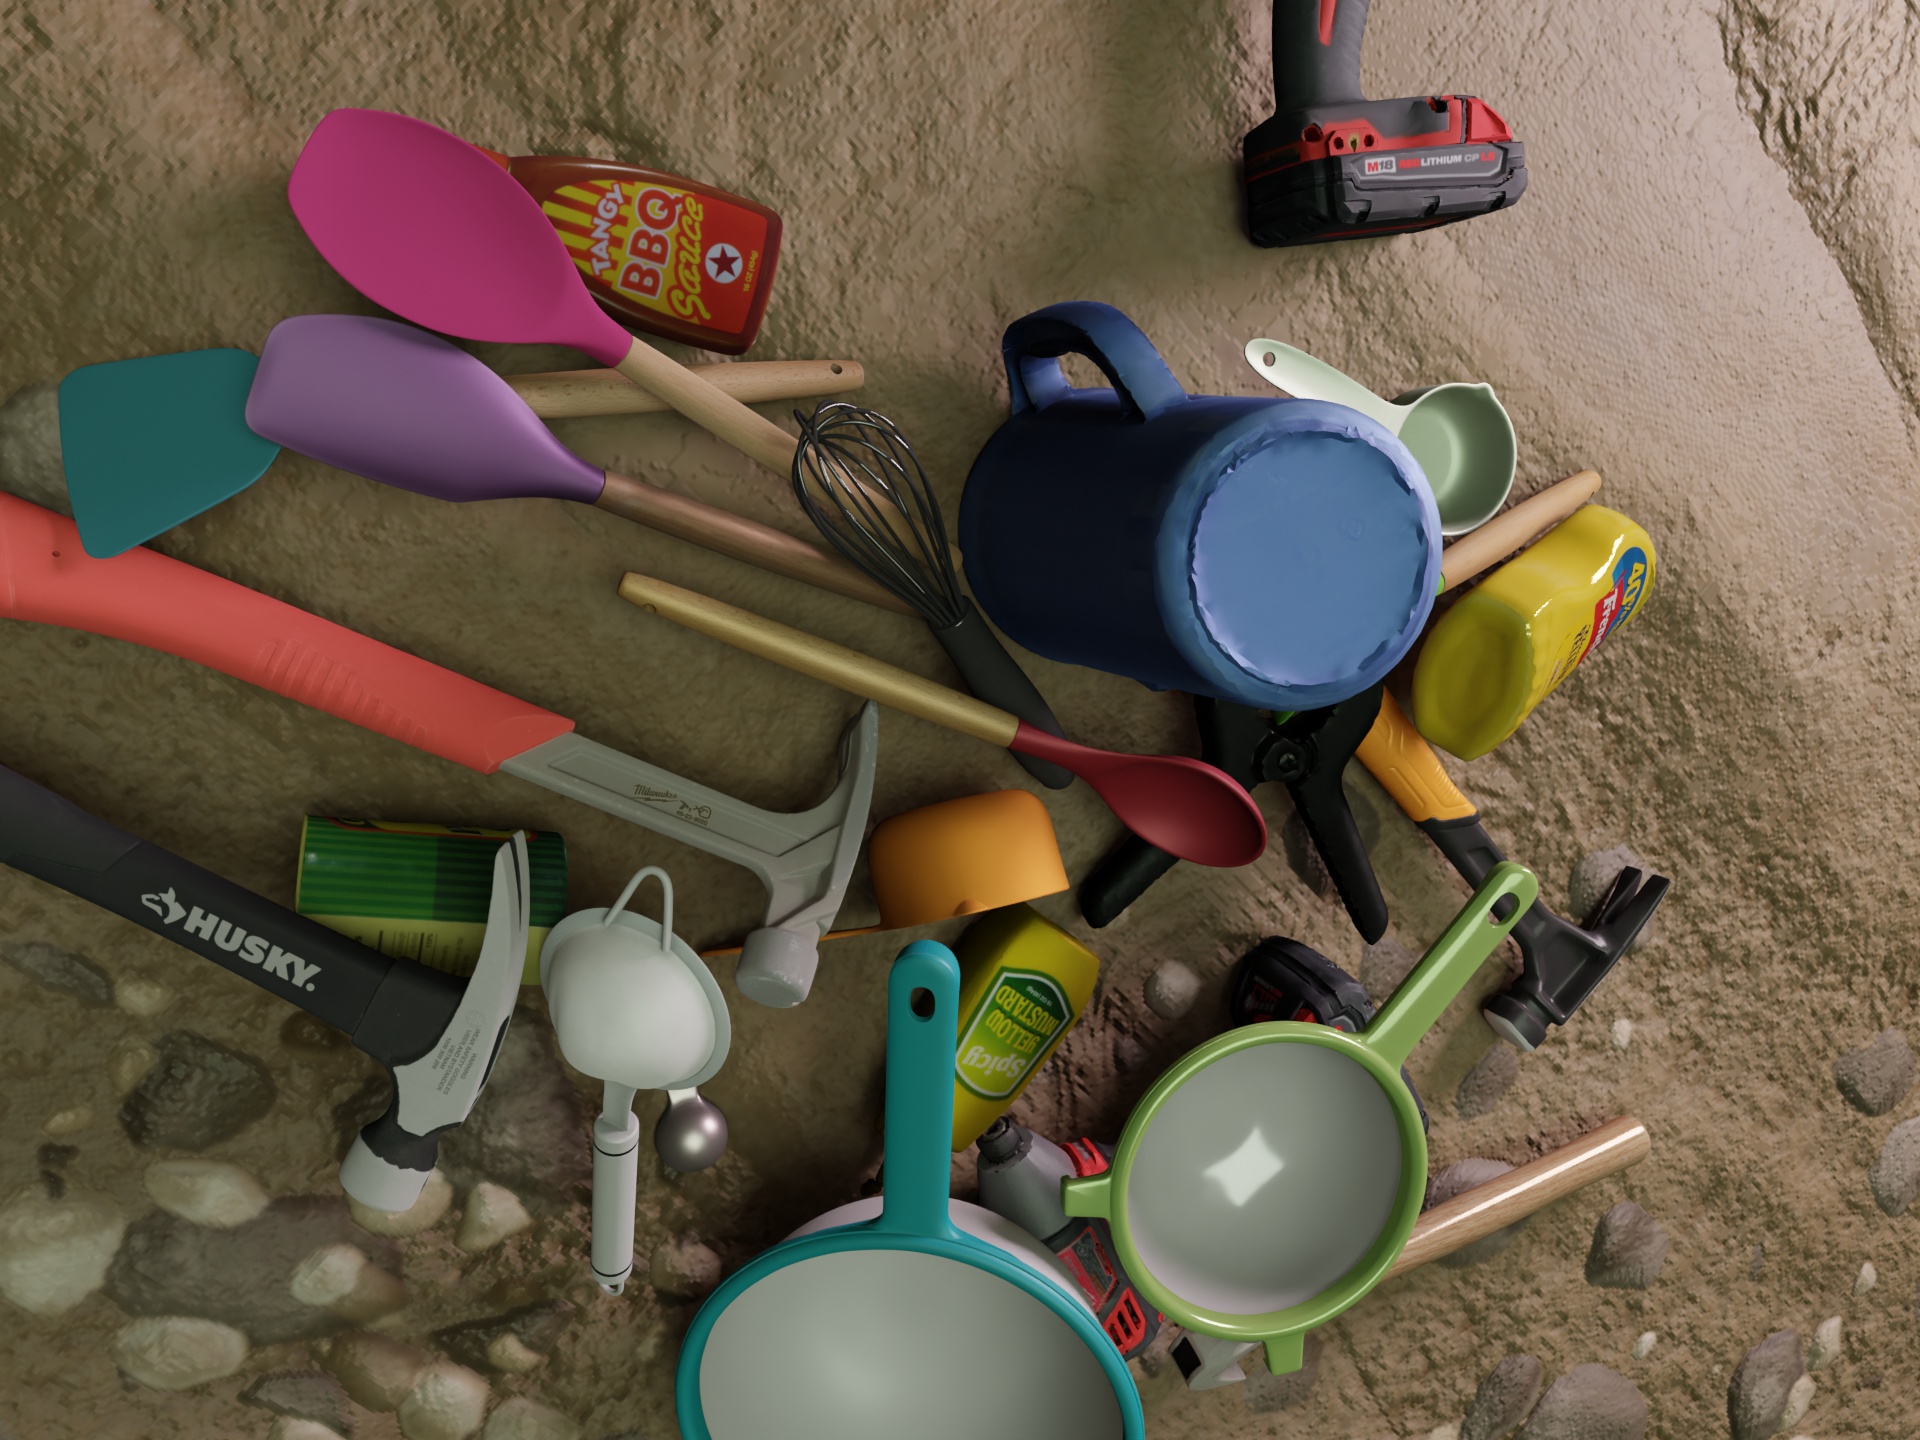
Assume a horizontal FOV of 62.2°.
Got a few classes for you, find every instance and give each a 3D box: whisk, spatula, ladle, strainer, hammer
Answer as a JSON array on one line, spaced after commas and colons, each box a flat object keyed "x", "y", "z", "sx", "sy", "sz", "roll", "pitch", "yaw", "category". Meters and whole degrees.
[{"x": -0.006, "y": -0.048, "z": 0.709, "sx": 0.055, "sy": 0.055, "sz": 0.238, "roll": -43, "pitch": 127, "yaw": -9, "category": "whisk"}, {"x": -0.126, "y": -0.090, "z": 0.658, "sx": 0.315, "sy": 0.018, "sz": 0.060, "roll": 18, "pitch": 95, "yaw": -34, "category": "spatula"}, {"x": -0.001, "y": -0.002, "z": 0.707, "sx": 0.315, "sy": 0.069, "sz": 0.031, "roll": 21, "pitch": 54, "yaw": -16, "category": "ladle"}, {"x": -0.016, "y": 0.238, "z": 0.720, "sx": 0.211, "sy": 0.095, "sz": 0.340, "roll": 5, "pitch": 110, "yaw": 7, "category": "strainer"}, {"x": 0.253, "y": 0.283, "z": 0.867, "sx": 0.331, "sy": 0.031, "sz": 0.130, "roll": -13, "pitch": 147, "yaw": -27, "category": "hammer"}, {"x": -0.318, "y": 0.044, "z": 0.581, "sx": 0.334, "sy": 0.035, "sz": 0.146, "roll": 28, "pitch": 96, "yaw": -6, "category": "hammer"}, {"x": -0.206, "y": -0.011, "z": 0.644, "sx": 0.359, "sy": 0.036, "sz": 0.149, "roll": 24, "pitch": 54, "yaw": -15, "category": "hammer"}, {"x": 0.251, "y": 0.030, "z": 0.845, "sx": 0.127, "sy": 0.034, "sz": 0.336, "roll": -47, "pitch": 112, "yaw": -7, "category": "hammer"}, {"x": -0.143, "y": 0.168, "z": 0.664, "sx": 0.087, "sy": 0.050, "sz": 0.258, "roll": 21, "pitch": 129, "yaw": 13, "category": "strainer"}, {"x": -0.188, "y": -0.127, "z": 0.648, "sx": 0.317, "sy": 0.044, "sz": 0.082, "roll": -10, "pitch": 70, "yaw": -27, "category": "spatula"}, {"x": 0.166, "y": 0.160, "z": 0.734, "sx": 0.151, "sy": 0.069, "sz": 0.256, "roll": 41, "pitch": 89, "yaw": -15, "category": "strainer"}]

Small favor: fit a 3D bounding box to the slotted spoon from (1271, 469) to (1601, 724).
[{"x": 0.236, "y": -0.073, "z": 0.763, "sx": 0.314, "sy": 0.070, "sz": 0.031, "roll": -28, "pitch": 69, "yaw": -40, "category": "slotted spoon"}]

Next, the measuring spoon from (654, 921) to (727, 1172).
[{"x": -0.130, "y": 0.152, "z": 0.730, "sx": 0.034, "sy": 0.018, "sz": 0.124, "roll": -13, "pitch": 103, "yaw": -18, "category": "measuring spoon"}]

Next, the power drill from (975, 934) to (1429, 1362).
[{"x": 0.114, "y": 0.213, "z": 0.806, "sx": 0.219, "sy": 0.079, "sz": 0.143, "roll": -33, "pitch": 109, "yaw": -10, "category": "power drill"}]

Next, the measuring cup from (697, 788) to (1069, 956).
[{"x": -0.040, "y": 0.070, "z": 0.728, "sx": 0.173, "sy": 0.095, "sz": 0.052, "roll": -11, "pitch": 85, "yaw": 3, "category": "measuring cup"}]

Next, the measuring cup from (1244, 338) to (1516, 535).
[{"x": 0.202, "y": -0.149, "z": 0.794, "sx": 0.167, "sy": 0.038, "sz": 0.083, "roll": 23, "pitch": 91, "yaw": -21, "category": "measuring cup"}]

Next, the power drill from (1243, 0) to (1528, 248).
[{"x": 0.206, "y": -0.347, "z": 0.741, "sx": 0.188, "sy": 0.080, "sz": 0.226, "roll": -12, "pitch": 100, "yaw": -19, "category": "power drill"}]

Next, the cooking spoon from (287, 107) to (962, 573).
[{"x": -0.117, "y": -0.137, "z": 0.650, "sx": 0.318, "sy": 0.017, "sz": 0.069, "roll": 29, "pitch": 84, "yaw": -34, "category": "cooking spoon"}]
